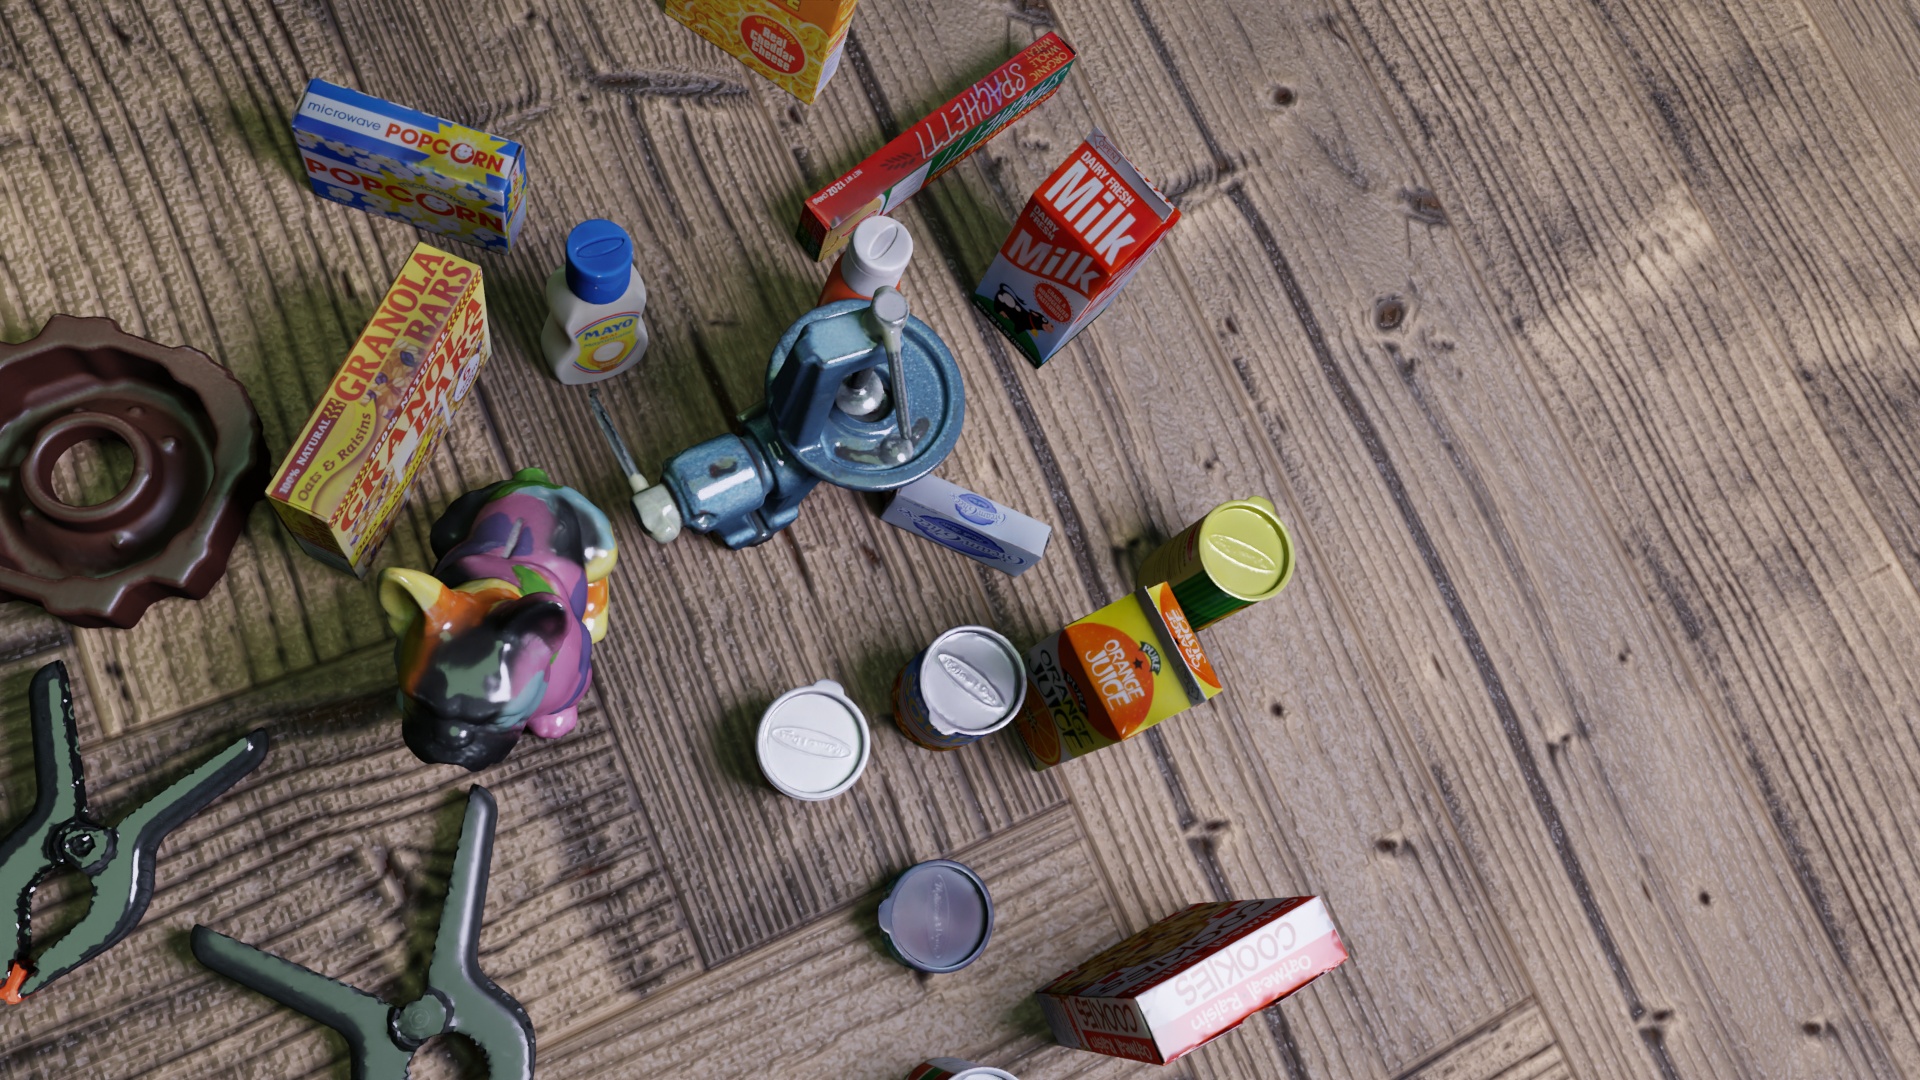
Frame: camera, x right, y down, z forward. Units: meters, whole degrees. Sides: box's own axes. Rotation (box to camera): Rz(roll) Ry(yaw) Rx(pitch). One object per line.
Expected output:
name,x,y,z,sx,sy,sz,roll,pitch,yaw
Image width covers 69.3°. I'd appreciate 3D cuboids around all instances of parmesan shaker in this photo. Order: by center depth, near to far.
parmesan shaker,0.167,0.017,0.917,0.071,0.102,0.071,4,73,-15

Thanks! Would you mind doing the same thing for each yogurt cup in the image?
yogurt cup,-0.093,0.125,0.837,0.072,0.053,0.072,5,73,-15

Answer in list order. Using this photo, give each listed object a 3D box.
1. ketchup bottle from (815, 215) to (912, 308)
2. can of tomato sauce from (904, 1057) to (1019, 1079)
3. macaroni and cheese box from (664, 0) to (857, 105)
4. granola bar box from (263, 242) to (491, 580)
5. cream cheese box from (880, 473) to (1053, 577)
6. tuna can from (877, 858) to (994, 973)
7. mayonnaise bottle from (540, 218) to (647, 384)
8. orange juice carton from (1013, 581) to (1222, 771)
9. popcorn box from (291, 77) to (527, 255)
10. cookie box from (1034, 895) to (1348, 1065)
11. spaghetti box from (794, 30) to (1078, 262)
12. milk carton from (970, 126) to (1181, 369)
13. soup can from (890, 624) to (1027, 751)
ketchup bottle,-0.065,-0.154,0.879,0.043,0.148,0.065,34,68,-4
can of tomato sauce,0.000,0.331,0.784,0.071,0.083,0.071,5,73,-15
macaroni and cheese box,-0.128,-0.379,0.920,0.124,0.166,0.040,31,68,-5
granola bar box,-0.326,-0.071,0.792,0.039,0.123,0.166,25,69,-8
cream cheese box,0.003,-0.011,0.906,0.104,0.053,0.024,23,69,-8
tuna can,-0.018,0.227,0.838,0.071,0.032,0.071,5,73,-15
mayonnaise bottle,-0.218,-0.141,0.831,0.065,0.147,0.041,-23,81,-21
orange juice carton,0.089,0.080,0.827,0.073,0.192,0.072,-23,81,-21
popcorn box,-0.337,-0.229,0.858,0.127,0.085,0.038,16,70,-11
cookie box,0.128,0.251,0.800,0.123,0.167,0.040,-22,81,-21
spaghetti box,-0.014,-0.282,0.985,0.251,0.050,0.028,-41,88,-23
milk carton,0.078,-0.194,0.909,0.074,0.190,0.072,-42,89,-22
soup can,-0.005,0.094,0.855,0.071,0.083,0.071,5,73,-15
